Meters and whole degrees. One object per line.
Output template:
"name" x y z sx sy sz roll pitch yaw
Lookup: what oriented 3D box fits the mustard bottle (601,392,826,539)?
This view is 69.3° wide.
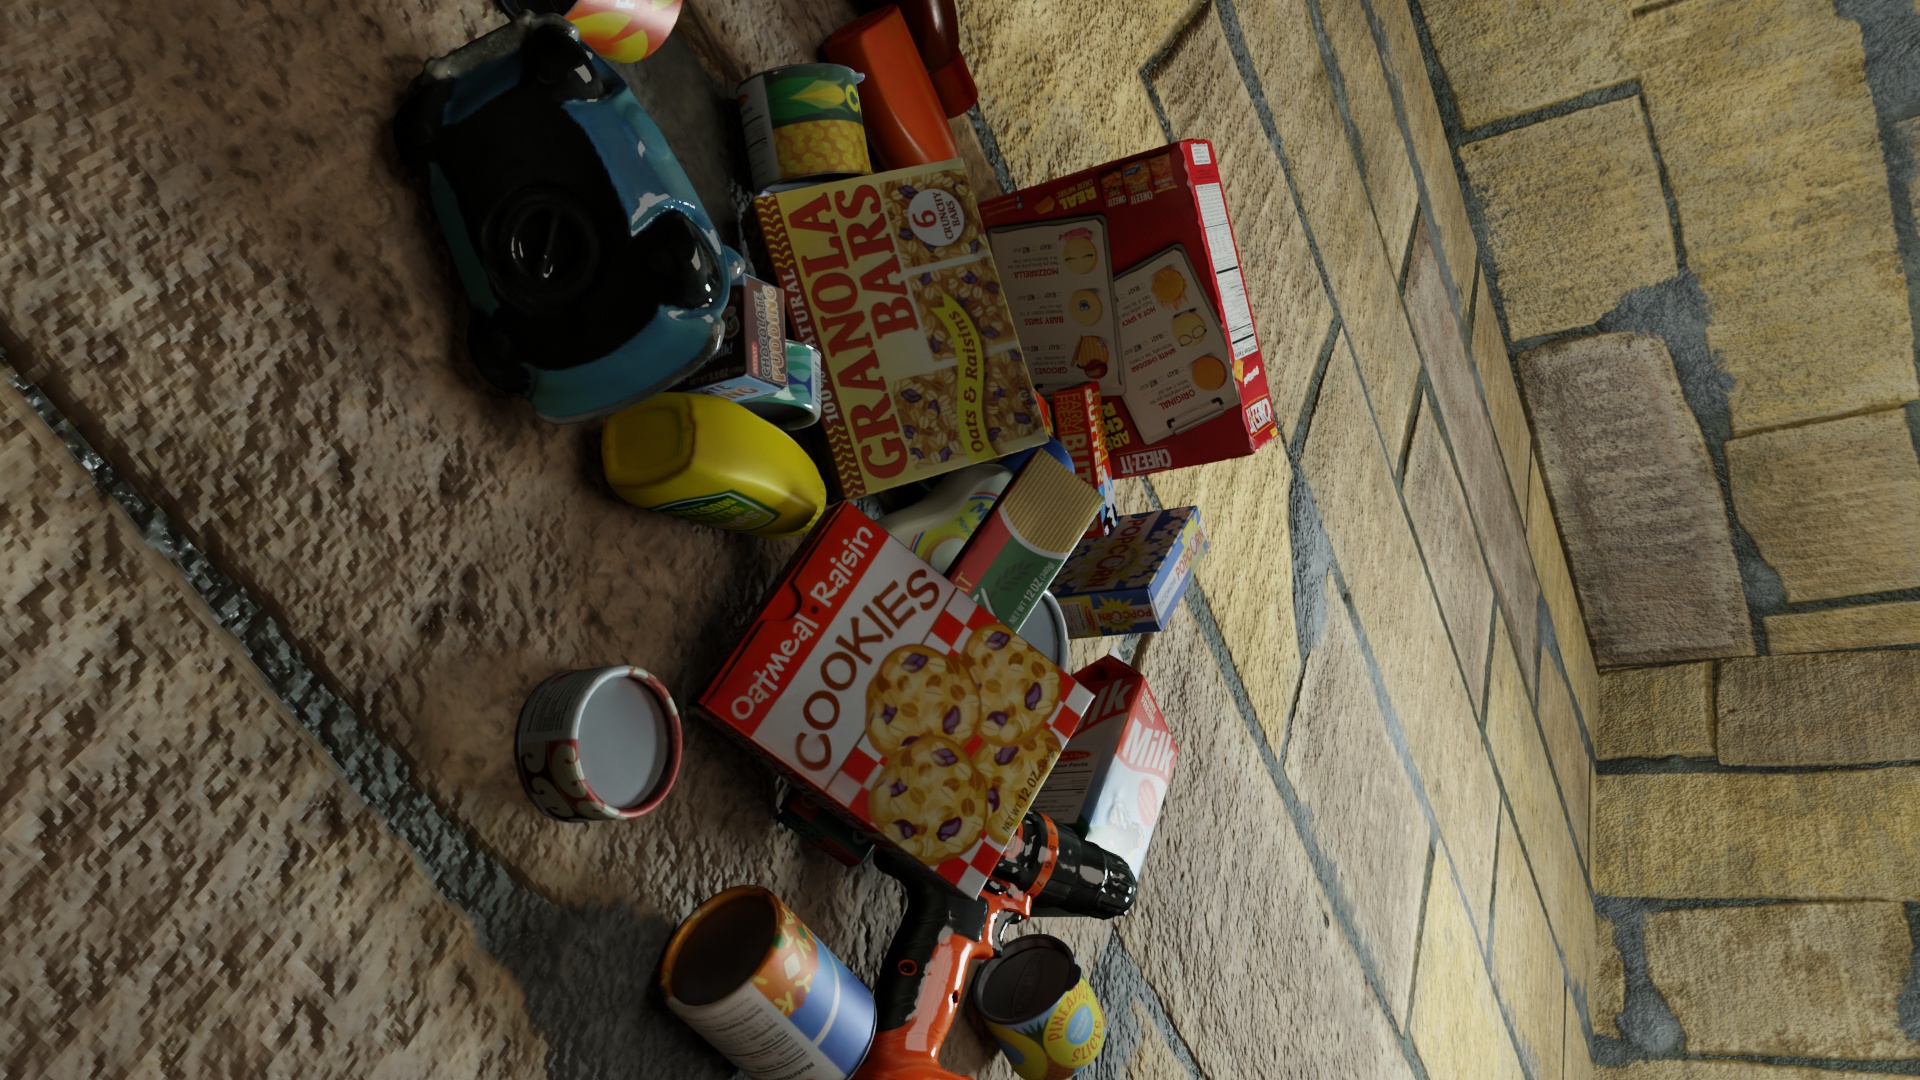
"mustard bottle" -0.105 -0.030 0.678 0.160 0.065 0.049 24 59 -62

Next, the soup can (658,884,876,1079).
"soup can" -0.087 0.206 0.638 0.083 0.071 0.072 56 39 -33

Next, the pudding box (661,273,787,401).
"pudding box" -0.121 -0.089 0.646 0.030 0.083 0.050 14 70 -57

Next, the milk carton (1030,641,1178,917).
"milk carton" 0.091 0.155 0.932 0.072 0.073 0.192 62 35 -27

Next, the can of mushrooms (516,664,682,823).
"can of mushrooms" -0.152 0.089 0.595 0.071 0.033 0.071 25 60 -54

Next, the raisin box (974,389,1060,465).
"raisin box" 0.043 -0.048 0.920 0.123 0.040 0.086 30 57 -67

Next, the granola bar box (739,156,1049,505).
"granola bar box" -0.036 -0.114 0.759 0.124 0.039 0.165 -17 90 -21

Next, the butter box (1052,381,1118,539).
"butter box" 0.085 -0.055 0.946 0.053 0.024 0.103 -33 116 -71

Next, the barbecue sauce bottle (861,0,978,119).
"barbecue sauce bottle" -0.031 -0.340 0.889 0.044 0.065 0.148 -54 139 -23

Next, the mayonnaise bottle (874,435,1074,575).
"mayonnaise bottle" 0.003 -0.010 0.808 0.149 0.041 0.064 -37 118 -24

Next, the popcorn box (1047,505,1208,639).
"popcorn box" 0.120 0.023 1.005 0.127 0.085 0.038 -49 125 -52

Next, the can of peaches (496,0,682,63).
"can of peaches" -0.167 -0.258 0.632 0.058 0.071 0.071 -1 82 -60

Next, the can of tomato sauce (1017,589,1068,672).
"can of tomato sauce" 0.013 0.061 0.822 0.071 0.083 0.071 23 62 -54

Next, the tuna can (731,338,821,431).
"tuna can" -0.104 -0.076 0.690 0.071 0.071 0.033 13 72 -57

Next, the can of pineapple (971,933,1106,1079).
"can of pineapple" 0.049 0.281 0.833 0.057 0.071 0.071 63 35 -26

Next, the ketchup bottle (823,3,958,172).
"ketchup bottle" -0.031 -0.257 0.878 0.148 0.043 0.065 63 36 -27

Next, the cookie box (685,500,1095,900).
"cookie box" -0.031 0.079 0.686 0.167 0.040 0.123 39 68 -14

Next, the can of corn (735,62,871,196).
"can of corn" -0.083 -0.222 0.760 0.071 0.071 0.058 -13 94 -59

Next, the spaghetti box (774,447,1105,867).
"spaghetti box" -0.006 0.058 0.745 0.050 0.028 0.251 37 67 -5
